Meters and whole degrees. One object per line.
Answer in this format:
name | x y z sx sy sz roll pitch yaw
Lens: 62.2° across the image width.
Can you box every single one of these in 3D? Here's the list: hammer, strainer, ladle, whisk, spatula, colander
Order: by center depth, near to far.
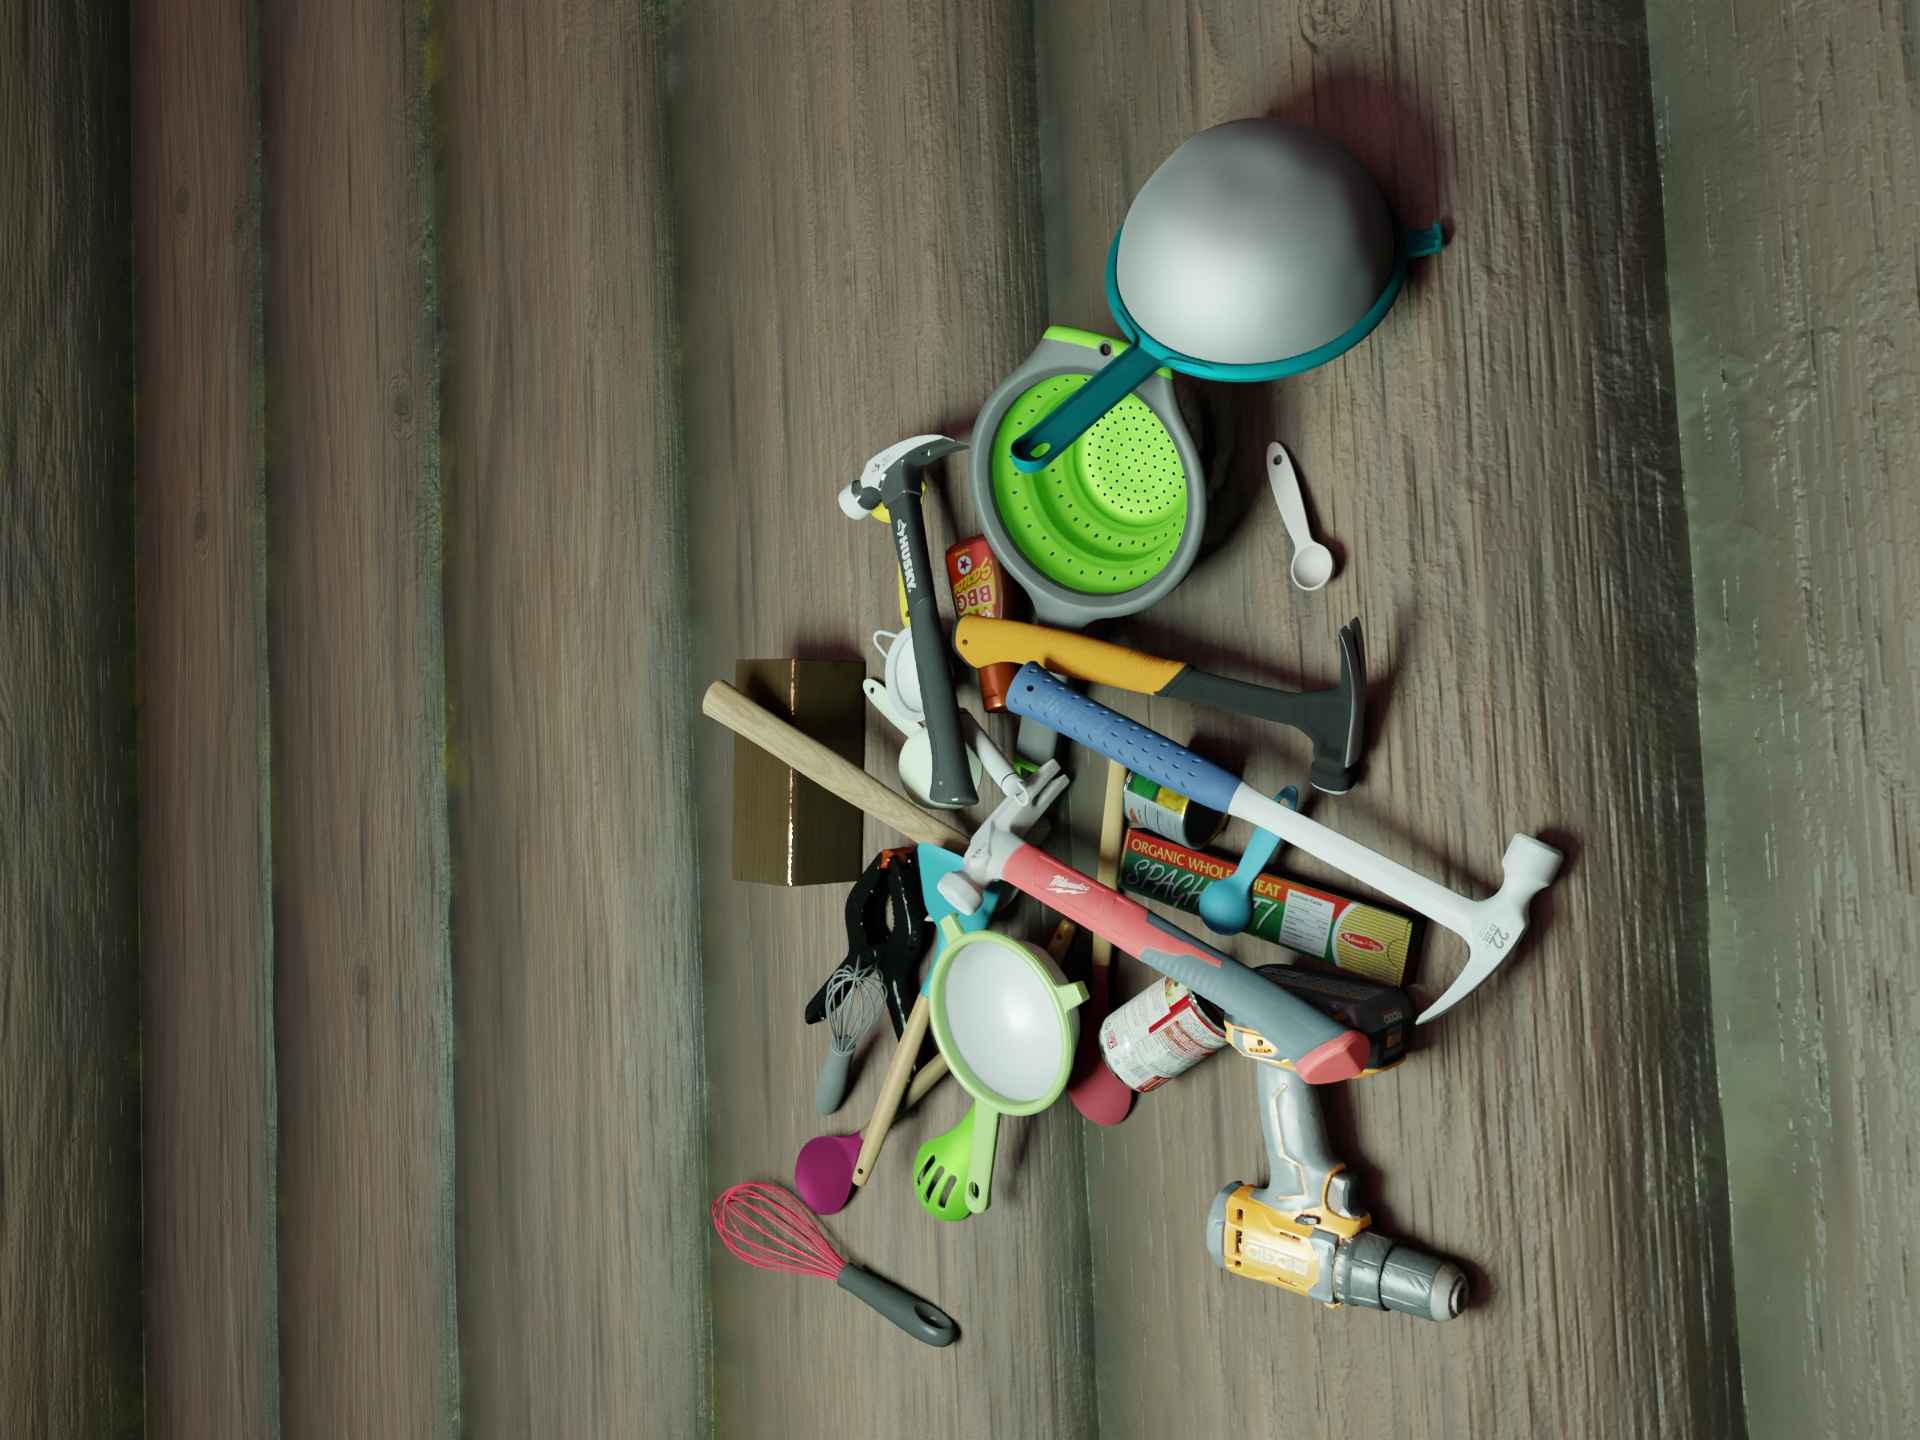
strainer | 0.154 -0.302 1.082 0.340 0.095 0.211 -42 62 -13
hammer | 0.202 0.065 1.127 0.406 0.035 0.144 28 95 27
hammer | 0.145 0.145 1.156 0.143 0.038 0.387 -49 41 -14
hammer | 0.139 -0.042 1.192 0.337 0.034 0.127 14 120 31
colander | 0.104 -0.120 1.266 0.205 0.094 0.396 25 124 25
ladle | 0.117 0.170 1.281 0.069 0.031 0.315 5 91 45
strainer | 0.044 0.285 1.301 0.152 0.069 0.256 23 116 38
hammer | -0.026 -0.085 1.341 0.146 0.035 0.335 -30 62 41
strainer | -0.002 -0.004 1.355 0.259 0.050 0.086 52 126 46
spatula | -0.042 0.259 1.356 0.082 0.044 0.317 23 101 22
hammer | -0.087 0.062 1.385 0.331 0.031 0.130 31 112 14
whisk | -0.106 0.289 1.425 0.055 0.055 0.238 53 146 30
whisk | -0.121 0.504 1.471 0.296 0.073 0.073 17 101 36

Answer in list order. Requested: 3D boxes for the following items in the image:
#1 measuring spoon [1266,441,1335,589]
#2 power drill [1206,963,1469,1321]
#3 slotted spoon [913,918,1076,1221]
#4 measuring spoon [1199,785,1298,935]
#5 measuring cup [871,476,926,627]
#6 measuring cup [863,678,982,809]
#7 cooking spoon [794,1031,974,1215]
measuring spoon | 0.251 -0.152 1.176 0.034 0.018 0.124 -30 62 38
power drill | 0.265 0.298 1.108 0.185 0.084 0.226 6 97 40
slotted spoon | 0.029 0.302 1.357 0.070 0.031 0.313 35 111 32
measuring spoon | 0.209 0.102 1.158 0.042 0.021 0.128 40 115 36
measuring cup | -0.059 -0.160 1.444 0.062 0.029 0.156 -13 78 42
measuring cup | -0.048 0.014 1.425 0.168 0.038 0.083 45 118 31
cooking spoon | -0.072 0.362 1.432 0.069 0.017 0.318 57 132 21
